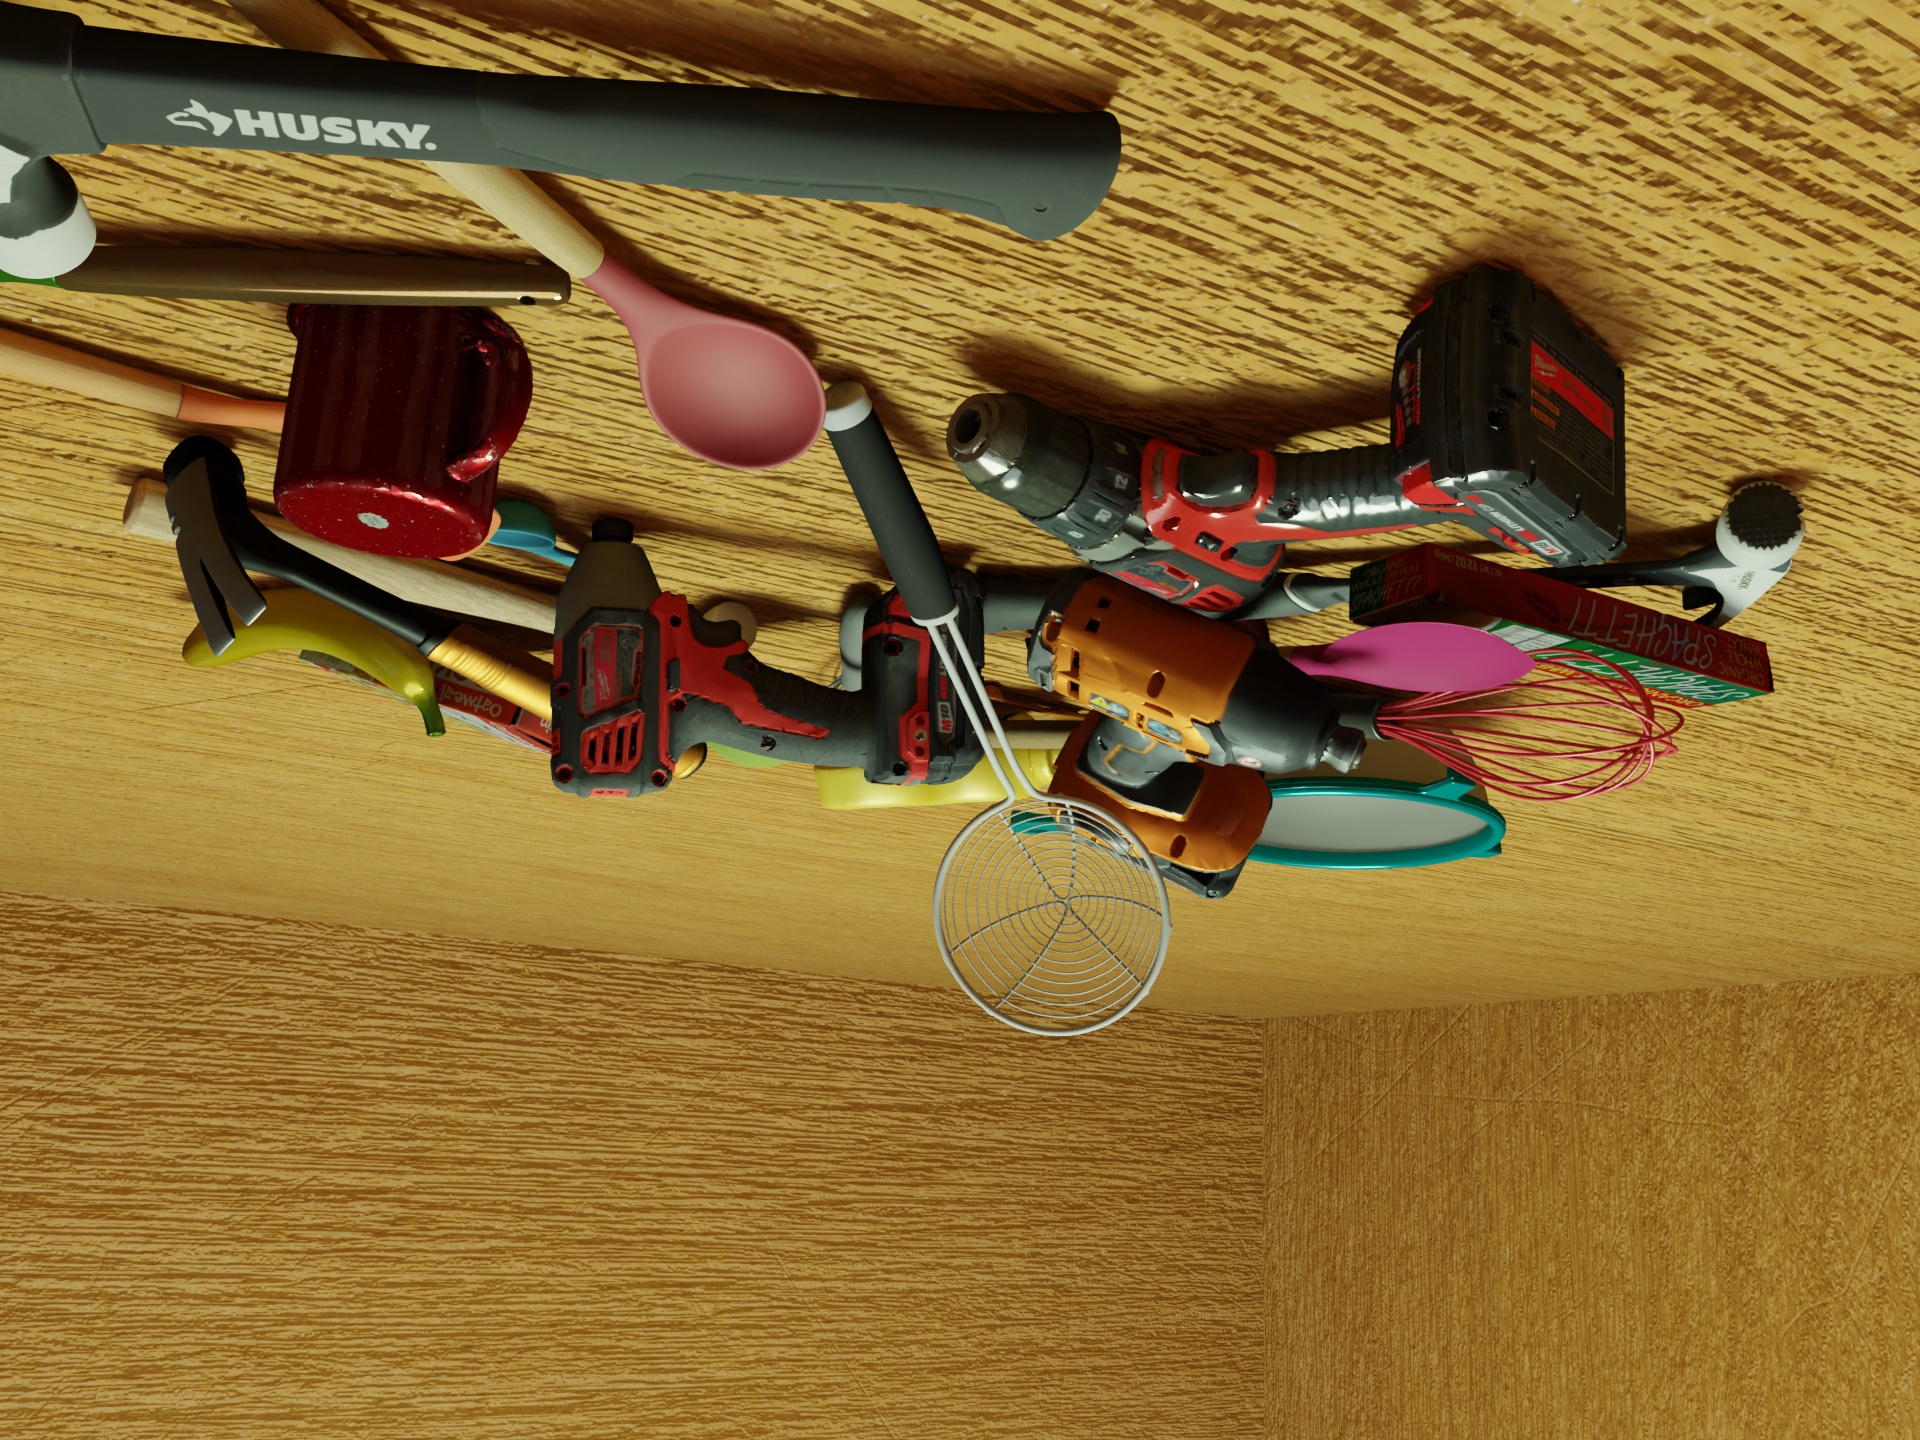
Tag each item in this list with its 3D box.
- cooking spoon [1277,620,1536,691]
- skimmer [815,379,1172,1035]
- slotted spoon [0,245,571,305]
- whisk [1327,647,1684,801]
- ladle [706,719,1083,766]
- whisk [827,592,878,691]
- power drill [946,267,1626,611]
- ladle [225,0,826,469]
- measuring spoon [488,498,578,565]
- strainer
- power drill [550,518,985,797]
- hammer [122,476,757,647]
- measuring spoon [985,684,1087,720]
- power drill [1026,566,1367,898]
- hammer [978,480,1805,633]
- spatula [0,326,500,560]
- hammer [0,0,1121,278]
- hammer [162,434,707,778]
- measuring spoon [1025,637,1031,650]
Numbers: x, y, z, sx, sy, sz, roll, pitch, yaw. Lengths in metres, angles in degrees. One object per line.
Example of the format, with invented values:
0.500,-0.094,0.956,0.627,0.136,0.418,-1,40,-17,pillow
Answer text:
0.155,-0.030,0.808,0.068,0.017,0.319,25,167,-27,cooking spoon
0.006,0.011,0.750,0.127,0.090,0.362,-10,133,17,skimmer
-0.300,-0.164,0.575,0.313,0.031,0.070,2,162,-2,slotted spoon
0.230,-0.001,0.807,0.073,0.073,0.296,11,176,-29,whisk
-0.002,-0.003,0.963,0.320,0.062,0.078,0,157,-9,ladle
-0.067,-0.026,1.006,0.055,0.055,0.238,4,160,-5,whisk
0.125,-0.104,0.634,0.227,0.080,0.187,-8,162,44,power drill
-0.143,-0.167,0.533,0.069,0.031,0.315,-24,154,19,ladle
-0.209,-0.096,0.839,0.042,0.021,0.128,2,175,21,measuring spoon
0.197,0.035,1.097,0.340,0.095,0.210,-2,162,24,strainer
-0.102,-0.031,0.835,0.219,0.143,0.078,1,174,-16,power drill
-0.288,-0.074,0.892,0.331,0.031,0.130,15,160,-37,hammer
0.056,-0.012,1.109,0.116,0.011,0.021,12,176,-40,measuring spoon
0.120,0.017,0.830,0.164,0.084,0.226,24,160,15,power drill
0.200,-0.068,0.827,0.409,0.036,0.149,-2,165,18,hammer
-0.356,-0.134,0.668,0.322,0.041,0.081,14,162,-32,spatula
-0.118,-0.172,0.447,0.334,0.035,0.146,1,157,-12,hammer
-0.250,-0.030,0.830,0.034,0.127,0.336,-42,143,13,hammer
0.080,-0.039,0.924,0.034,0.018,0.124,0,-177,-33,measuring spoon
